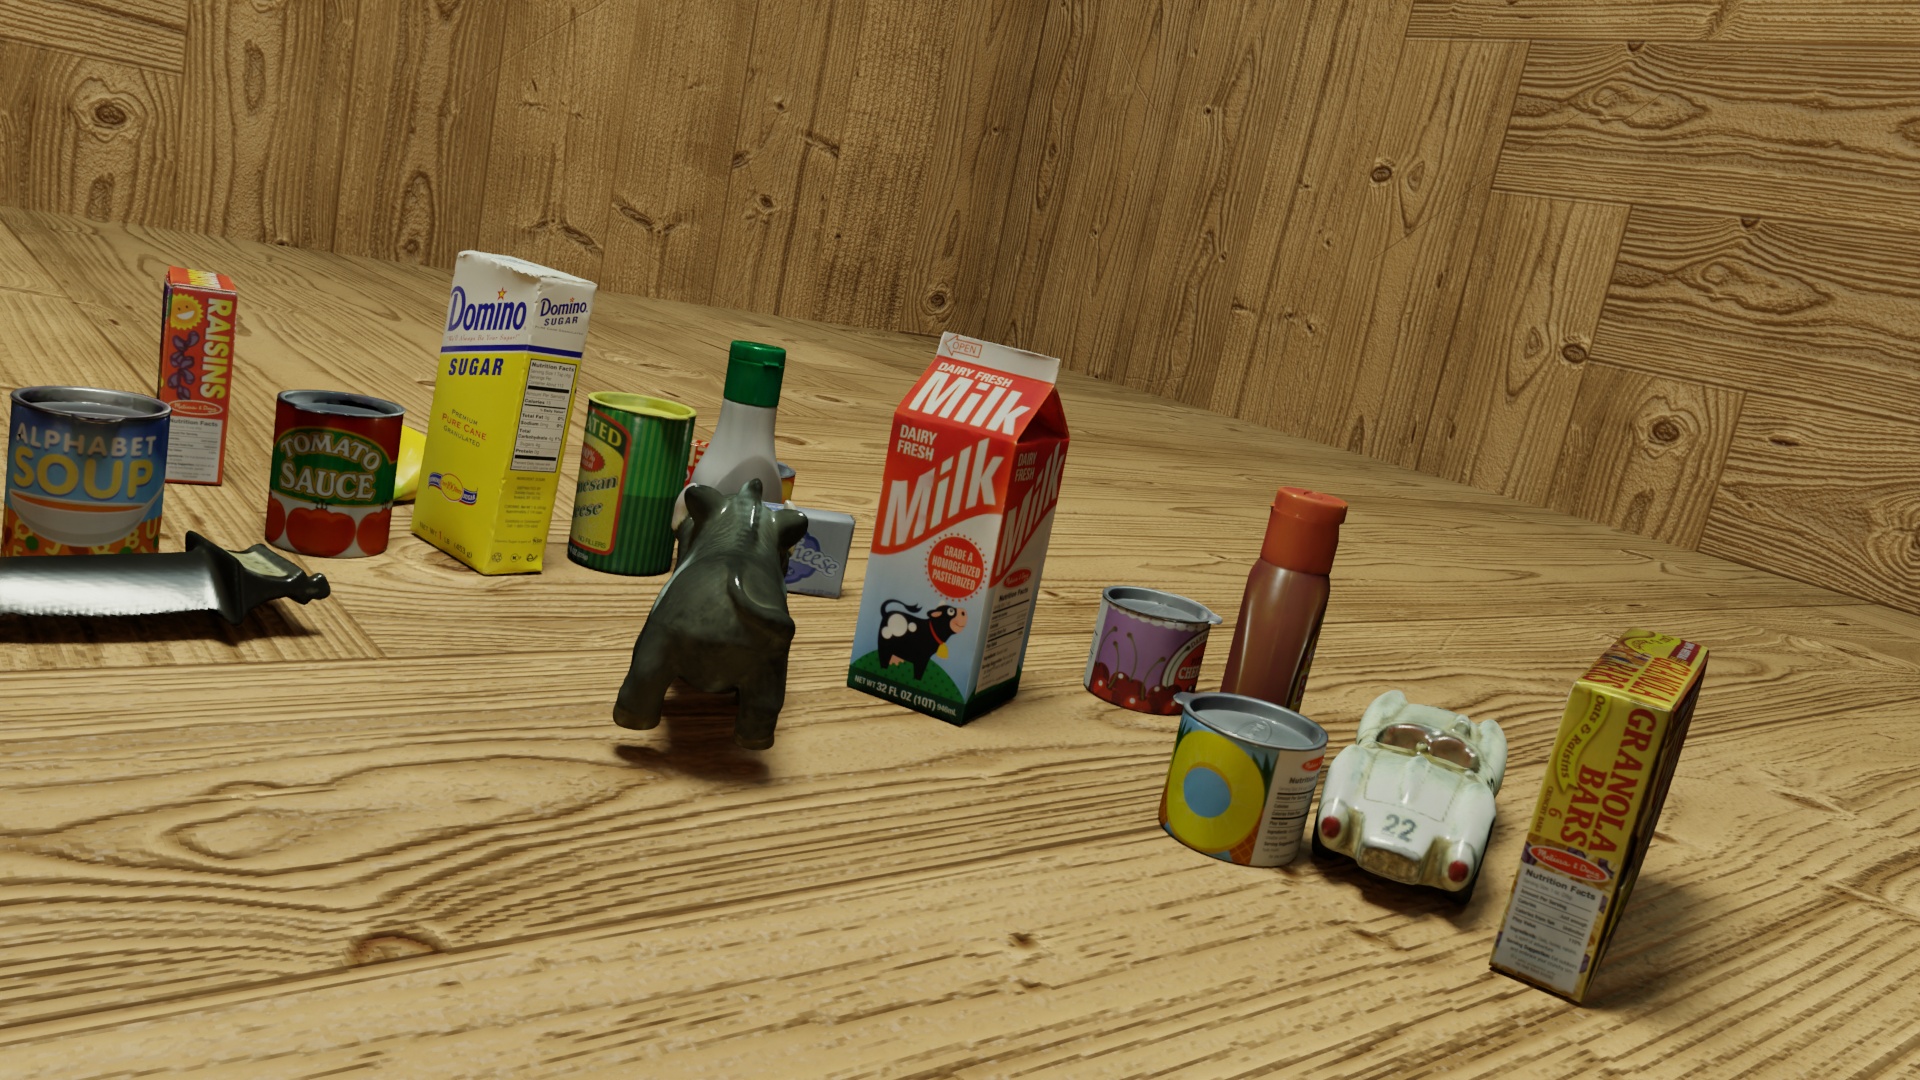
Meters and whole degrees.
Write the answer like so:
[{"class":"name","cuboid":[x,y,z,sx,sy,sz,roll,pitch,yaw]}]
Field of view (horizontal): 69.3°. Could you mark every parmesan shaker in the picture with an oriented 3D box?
[{"class":"parmesan shaker","cuboid":[-0.204,-0.035,0.866,0.071,0.102,0.071,11,12,-2]}]

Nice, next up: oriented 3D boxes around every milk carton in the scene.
[{"class":"milk carton","cuboid":[0.003,-0.009,0.731,0.072,0.190,0.073,17,13,24]}]

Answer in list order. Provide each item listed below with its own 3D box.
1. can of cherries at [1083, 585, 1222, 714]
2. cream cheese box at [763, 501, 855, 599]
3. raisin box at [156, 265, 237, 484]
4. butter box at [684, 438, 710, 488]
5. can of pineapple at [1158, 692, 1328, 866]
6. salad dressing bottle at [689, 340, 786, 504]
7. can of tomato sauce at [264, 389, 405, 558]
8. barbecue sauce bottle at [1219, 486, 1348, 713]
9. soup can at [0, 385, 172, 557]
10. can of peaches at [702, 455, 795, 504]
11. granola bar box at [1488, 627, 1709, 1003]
[{"class":"can of cherries","cuboid":[0.112,0.064,0.812,0.071,0.058,0.071,11,12,-2]},{"class":"cream cheese box","cuboid":[-0.122,0.003,0.884,0.104,0.053,0.024,8,12,-15]},{"class":"raisin box","cuboid":[-0.485,-0.105,0.877,0.040,0.123,0.086,5,13,-31]},{"class":"butter box","cuboid":[-0.199,-0.049,1.056,0.103,0.053,0.024,11,11,-5]},{"class":"can of pineapple","cuboid":[0.126,0.107,0.631,0.071,0.057,0.071,11,12,-2]},{"class":"salad dressing bottle","cuboid":[-0.144,-0.056,0.913,0.064,0.147,0.044,2,15,-40]},{"class":"can of tomato sauce","cuboid":[-0.355,-0.038,0.786,0.071,0.083,0.071,11,12,-2]},{"class":"barbecue sauce bottle","cuboid":[0.165,0.048,0.722,0.044,0.148,0.065,14,12,12]},{"class":"soup can","cuboid":[-0.422,-0.027,0.670,0.071,0.083,0.071,11,12,-2]},{"class":"can of peaches","cuboid":[-0.152,-0.026,0.982,0.071,0.058,0.071,11,12,-2]},{"class":"granola bar box","cuboid":[0.281,0.110,0.600,0.039,0.124,0.166,18,14,30]}]
